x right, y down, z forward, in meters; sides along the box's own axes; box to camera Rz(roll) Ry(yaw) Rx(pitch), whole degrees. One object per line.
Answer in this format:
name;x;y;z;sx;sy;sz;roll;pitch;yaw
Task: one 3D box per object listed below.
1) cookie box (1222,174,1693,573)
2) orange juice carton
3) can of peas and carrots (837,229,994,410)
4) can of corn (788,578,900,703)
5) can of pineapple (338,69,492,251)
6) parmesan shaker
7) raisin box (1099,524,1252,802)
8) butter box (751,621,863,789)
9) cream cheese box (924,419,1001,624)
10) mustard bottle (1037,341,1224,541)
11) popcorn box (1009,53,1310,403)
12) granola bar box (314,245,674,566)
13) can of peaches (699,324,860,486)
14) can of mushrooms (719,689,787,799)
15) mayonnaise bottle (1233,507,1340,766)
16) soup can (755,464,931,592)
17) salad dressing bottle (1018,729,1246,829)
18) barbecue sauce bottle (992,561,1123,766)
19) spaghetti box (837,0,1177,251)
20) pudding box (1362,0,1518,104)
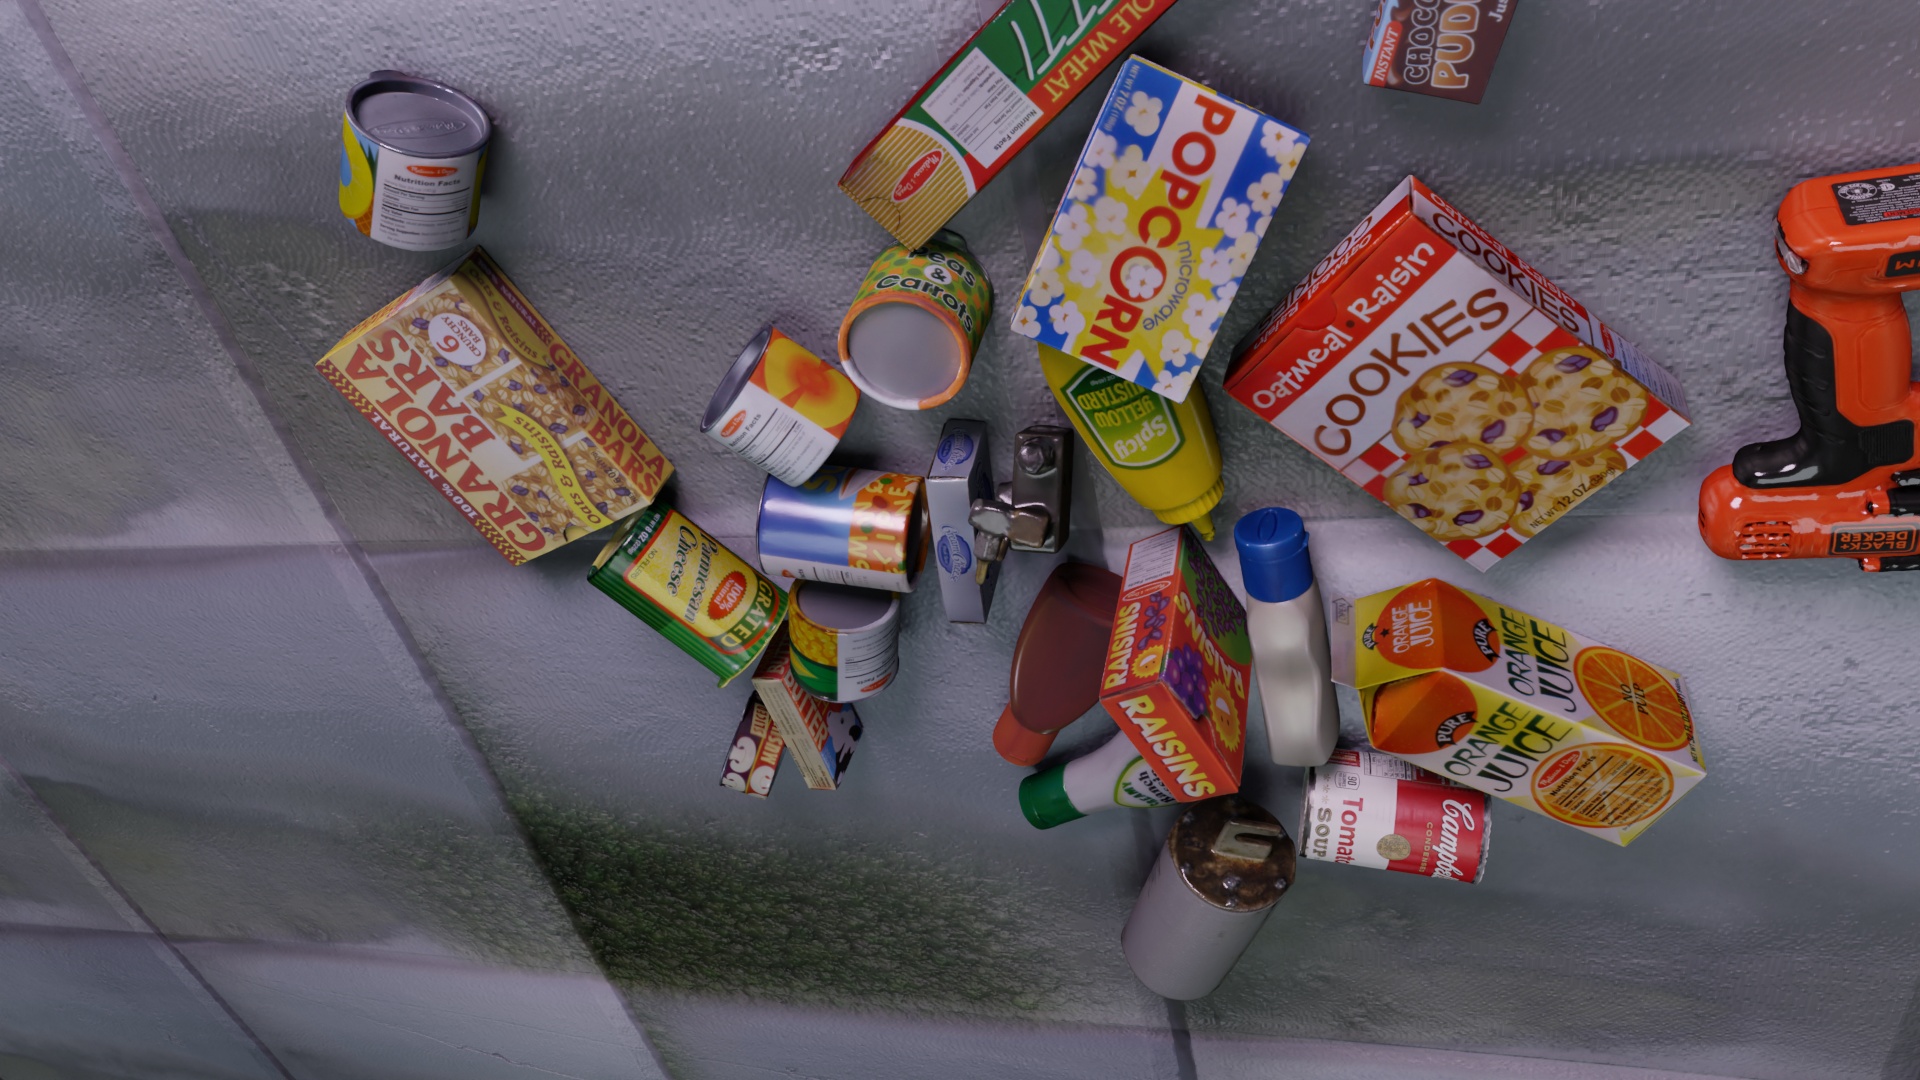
cookie box;0.228;-0.072;0.648;0.167;0.040;0.122;33;131;-12
orange juice carton;0.286;0.085;0.744;0.193;0.072;0.072;21;132;-3
can of peas and carrots;-0.020;-0.108;0.678;0.071;0.059;0.070;8;132;9
can of corn;-0.071;0.052;0.826;0.071;0.071;0.058;11;131;7
can of pineapple;-0.268;-0.186;0.681;0.071;0.071;0.057;24;132;-5
parmesan shaker;-0.163;0.030;0.829;0.103;0.072;0.071;39;129;-17
raisin box;0.119;0.064;0.741;0.040;0.124;0.086;-20;121;30
butter box;-0.096;0.106;0.887;0.024;0.053;0.103;-4;127;23
cream cheese box;0.003;-0.010;0.759;0.024;0.054;0.103;2;130;12
mustard bottle;0.096;-0.057;0.694;0.065;0.049;0.159;-19;122;27
popcorn box;0.084;-0.134;0.605;0.085;0.038;0.126;23;105;-5
granola bar box;-0.265;-0.070;0.795;0.124;0.039;0.165;-21;121;31
can of peaches;-0.093;-0.071;0.725;0.058;0.071;0.071;33;131;-19
can of mushrooms;-0.131;0.133;0.911;0.033;0.071;0.070;20;132;-1
mayonnaise bottle;0.178;0.051;0.756;0.041;0.065;0.147;-3;124;23
soup can;-0.063;-0.011;0.770;0.084;0.072;0.071;7;131;9
salad dressing bottle;0.104;0.145;0.867;0.147;0.044;0.064;-26;125;33
barbecue sauce bottle;0.058;0.079;0.825;0.065;0.044;0.147;22;133;-2
spaghetti box;0.043;-0.216;0.586;0.050;0.029;0.249;40;129;-18
pudding box;0.192;-0.218;0.541;0.050;0.030;0.083;14;132;6
